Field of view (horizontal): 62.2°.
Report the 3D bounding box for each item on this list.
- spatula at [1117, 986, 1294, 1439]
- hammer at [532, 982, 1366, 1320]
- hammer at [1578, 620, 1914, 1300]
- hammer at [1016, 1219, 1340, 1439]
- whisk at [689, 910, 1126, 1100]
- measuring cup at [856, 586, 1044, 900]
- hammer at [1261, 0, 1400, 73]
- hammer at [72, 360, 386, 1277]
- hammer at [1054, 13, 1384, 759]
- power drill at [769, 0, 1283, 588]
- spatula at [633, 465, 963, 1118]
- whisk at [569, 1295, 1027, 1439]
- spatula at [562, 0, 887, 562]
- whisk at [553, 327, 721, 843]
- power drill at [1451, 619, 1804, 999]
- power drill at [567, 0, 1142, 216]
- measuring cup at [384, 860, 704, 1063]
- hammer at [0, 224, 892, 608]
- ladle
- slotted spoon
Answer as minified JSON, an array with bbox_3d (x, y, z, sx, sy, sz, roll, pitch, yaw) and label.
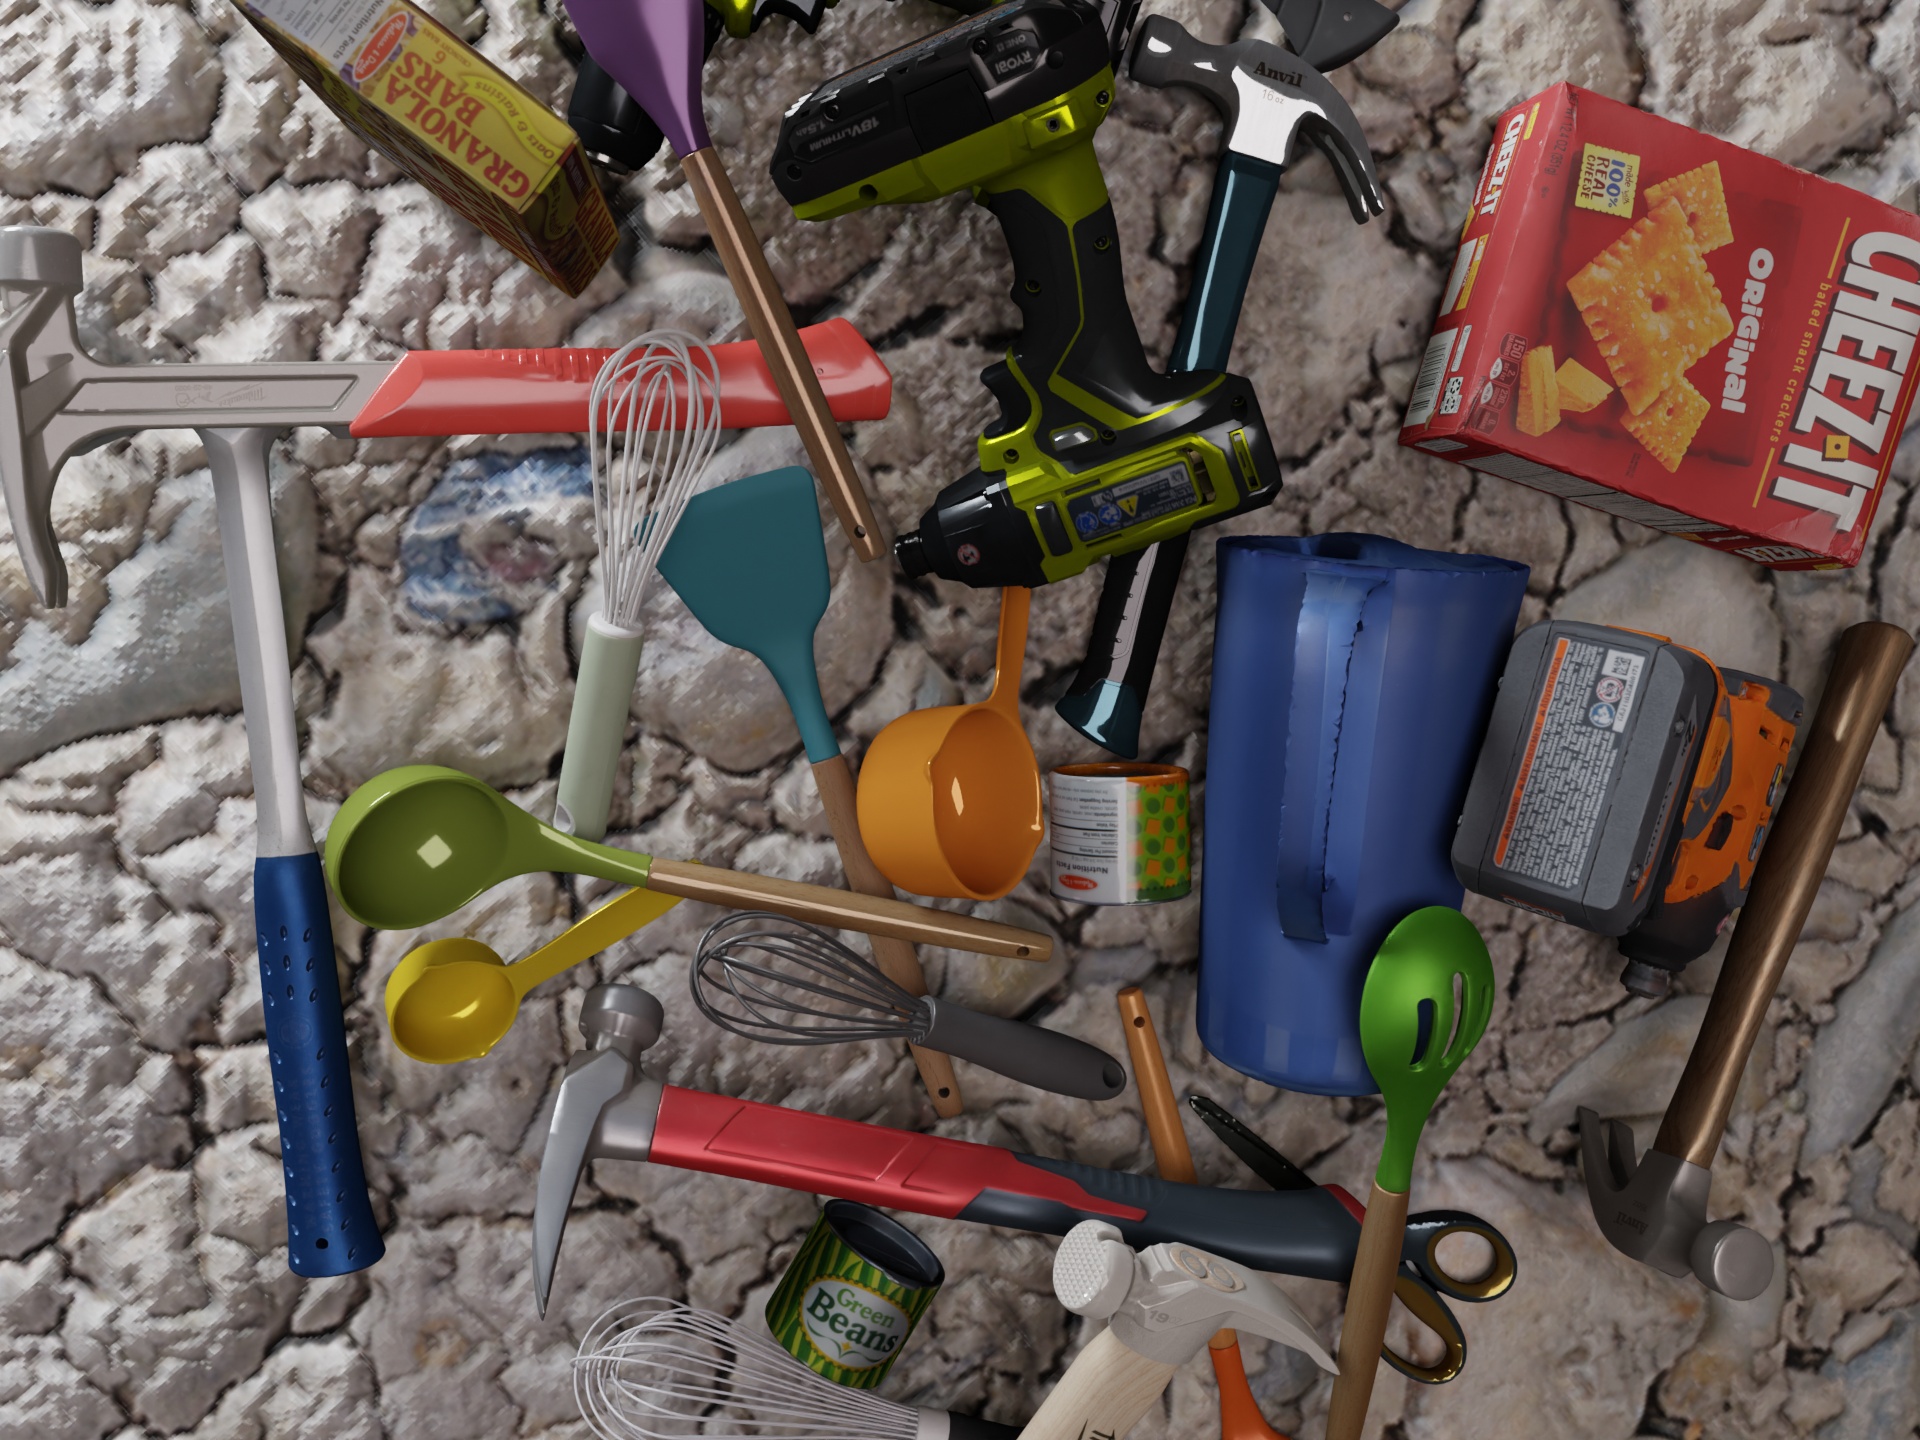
[{"bbox_3d":[0.126,0.286,0.780,0.081,0.041,0.322,-16,96,-4],"label":"spatula"},{"bbox_3d":[0.008,0.223,0.714,0.386,0.038,0.143,13,51,-8],"label":"hammer"},{"bbox_3d":[0.386,0.105,0.767,0.031,0.130,0.331,26,81,-8],"label":"hammer"},{"bbox_3d":[0.004,0.404,0.738,0.146,0.038,0.410,28,106,-25],"label":"hammer"},{"bbox_3d":[-0.016,0.138,0.718,0.238,0.055,0.055,23,93,-29],"label":"whisk"},{"bbox_3d":[-0.001,-0.002,0.732,0.052,0.095,0.174,-5,66,34],"label":"measuring cup"},{"bbox_3d":[0.063,-0.413,0.709,0.334,0.035,0.146,37,91,-9],"label":"hammer"},{"bbox_3d":[-0.308,0.049,0.710,0.144,0.035,0.405,-5,96,-6],"label":"hammer"},{"bbox_3d":[0.104,-0.146,0.740,0.128,0.033,0.331,14,94,-7],"label":"hammer"},{"bbox_3d":[0.019,-0.164,0.658,0.171,0.080,0.223,-18,117,15],"label":"power drill"},{"bbox_3d":[-0.056,0.044,0.735,0.082,0.044,0.317,-20,98,-1],"label":"spatula"},{"bbox_3d":[-0.046,0.334,0.759,0.284,0.070,0.070,17,93,-12],"label":"whisk"},{"bbox_3d":[-0.097,-0.213,0.665,0.060,0.018,0.315,-21,103,10],"label":"spatula"},{"bbox_3d":[-0.145,-0.049,0.683,0.059,0.058,0.246,-9,126,-42],"label":"whisk"},{"bbox_3d":[0.303,0.046,0.708,0.226,0.084,0.164,10,96,-50],"label":"power drill"},{"bbox_3d":[-0.047,-0.303,0.687,0.228,0.080,0.190,19,98,-6],"label":"power drill"},{"bbox_3d":[-0.190,0.101,0.734,0.156,0.029,0.062,-30,130,-16],"label":"measuring cup"},{"bbox_3d":[-0.207,-0.130,0.676,0.359,0.037,0.149,-4,97,-15],"label":"hammer"},{"bbox_3d":[-0.112,0.079,0.701,0.320,0.062,0.078,12,116,-9],"label":"ladle"},{"bbox_3d":[0.190,0.225,0.706,0.070,0.031,0.313,-9,117,-24],"label":"slotted spoon"}]
